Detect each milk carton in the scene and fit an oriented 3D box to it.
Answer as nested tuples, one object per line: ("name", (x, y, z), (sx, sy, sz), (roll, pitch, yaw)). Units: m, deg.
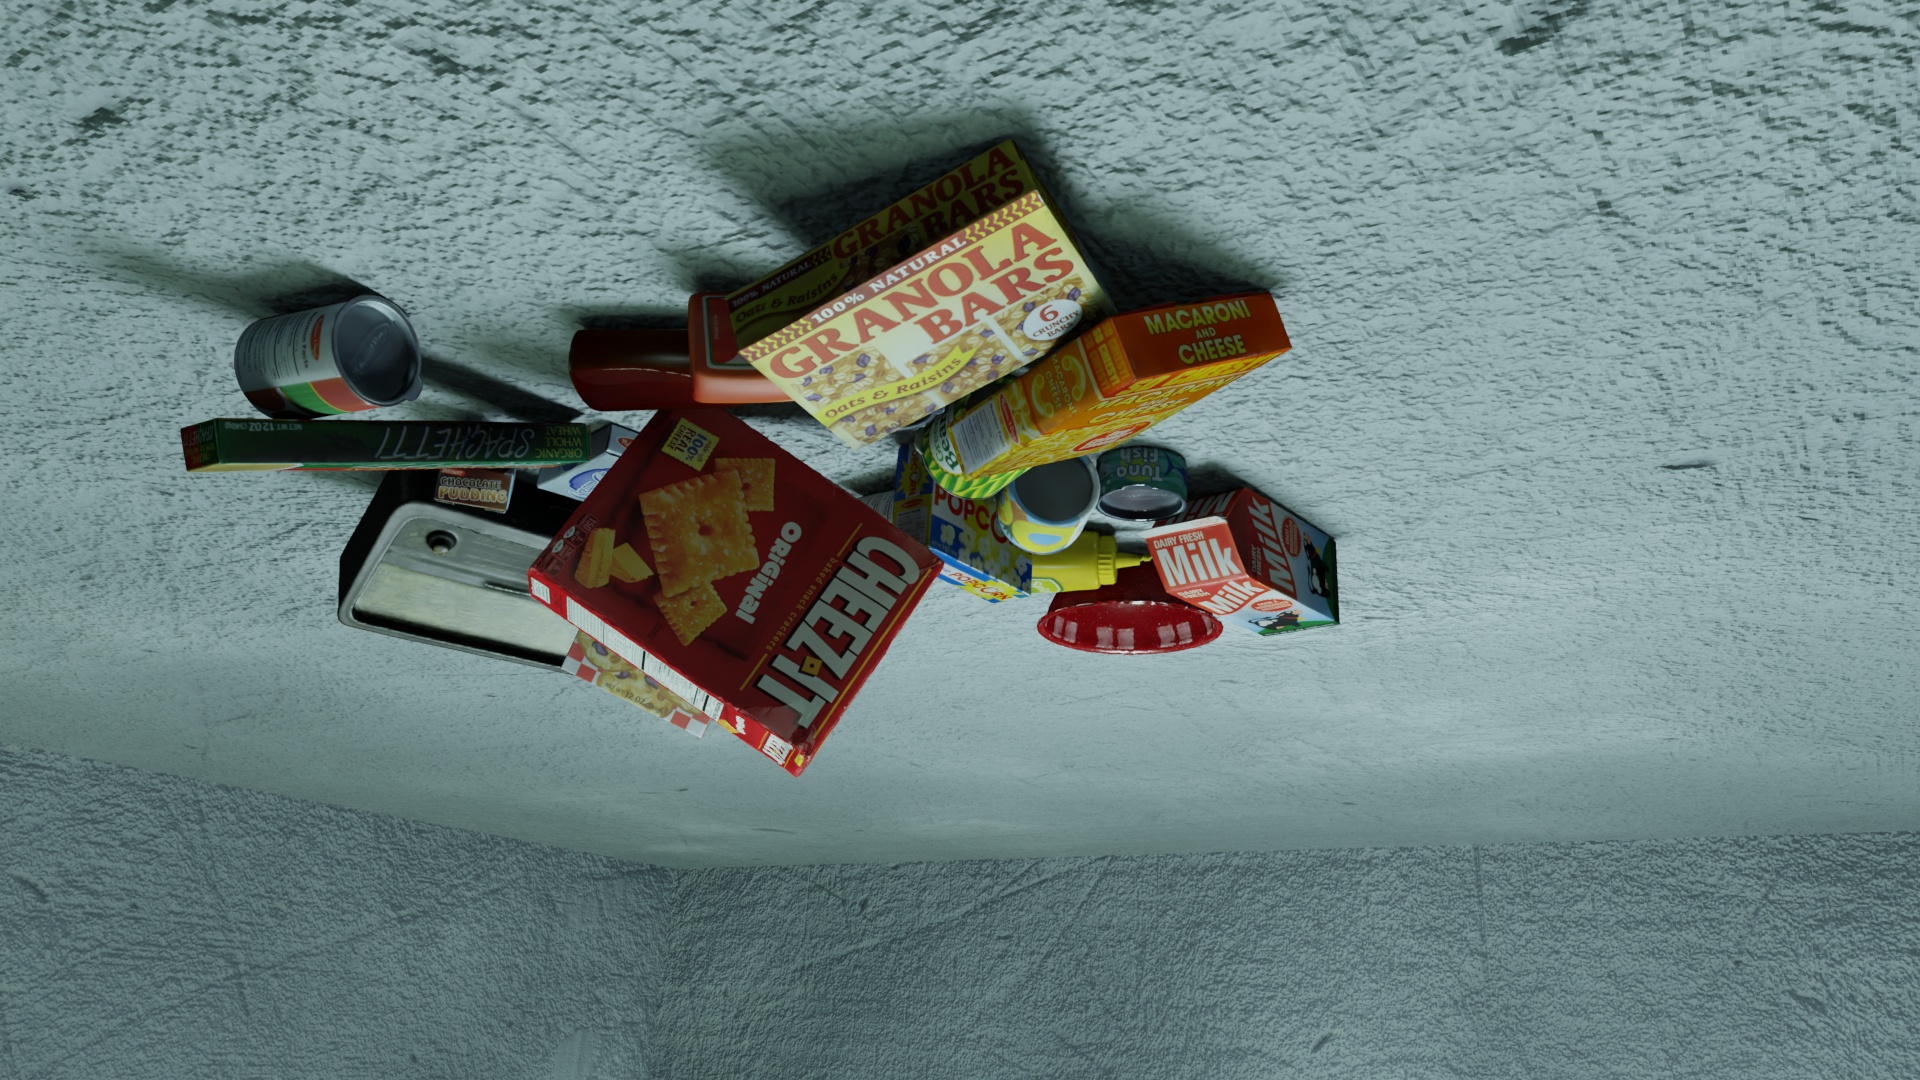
("milk carton", (0.216, 0.014, 1.068), (0.072, 0.073, 0.190), (-14, 155, 39))

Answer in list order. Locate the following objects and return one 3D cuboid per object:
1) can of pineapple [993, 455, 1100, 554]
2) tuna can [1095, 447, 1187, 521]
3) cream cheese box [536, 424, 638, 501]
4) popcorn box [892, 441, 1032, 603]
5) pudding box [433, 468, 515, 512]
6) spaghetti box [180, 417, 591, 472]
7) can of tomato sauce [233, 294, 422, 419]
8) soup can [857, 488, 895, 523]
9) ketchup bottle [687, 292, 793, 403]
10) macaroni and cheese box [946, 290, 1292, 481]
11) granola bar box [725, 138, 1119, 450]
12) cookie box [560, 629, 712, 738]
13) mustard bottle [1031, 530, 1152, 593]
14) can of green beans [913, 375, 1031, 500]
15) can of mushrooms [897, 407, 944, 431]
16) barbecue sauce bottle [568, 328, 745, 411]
("can of pineapple", (0.060, -0.031, 0.983), (0.071, 0.071, 0.057), (5, 159, -5))
("tuna can", (0.129, -0.041, 0.993), (0.071, 0.033, 0.071), (2, 160, 1))
("cream cheese box", (-0.263, -0.054, 1.025), (0.053, 0.024, 0.103), (22, 153, -40))
("popcorn box", (0.004, -0.013, 1.011), (0.038, 0.085, 0.126), (-13, 154, 35))
("pudding box", (-0.346, -0.045, 0.998), (0.050, 0.030, 0.084), (11, -170, -17))
("spaghetti box", (-0.355, -0.061, 0.889), (0.050, 0.028, 0.251), (-4, 180, 41))
("can of tomato sauce", (-0.379, -0.107, 0.836), (0.083, 0.071, 0.071), (-6, 158, 24))
("soup can", (-0.040, -0.007, 1.059), (0.083, 0.071, 0.071), (-12, 155, 37))
("ketchup bottle", (-0.080, -0.111, 0.796), (0.149, 0.065, 0.043), (-2, 153, -12))
("macaroni and cheese box", (0.087, -0.088, 0.797), (0.124, 0.040, 0.166), (-15, 172, -35))
("granola bar box", (-0.017, -0.120, 0.713), (0.165, 0.039, 0.124), (-26, 151, 15))
("cookie box", (-0.216, 0.053, 1.072), (0.123, 0.167, 0.040), (28, -164, -5))
("mustard bottle", (0.077, 0.016, 1.132), (0.160, 0.049, 0.065), (-1, 161, 12))
("can of green beans", (0.016, -0.066, 0.892), (0.071, 0.071, 0.057), (12, 157, -23))
("can of mushrooms", (-0.044, -0.096, 0.866), (0.071, 0.033, 0.070), (3, 159, 1))
("barbecue sauce bottle", (-0.157, -0.104, 0.846), (0.148, 0.044, 0.064), (0, 160, 8))
